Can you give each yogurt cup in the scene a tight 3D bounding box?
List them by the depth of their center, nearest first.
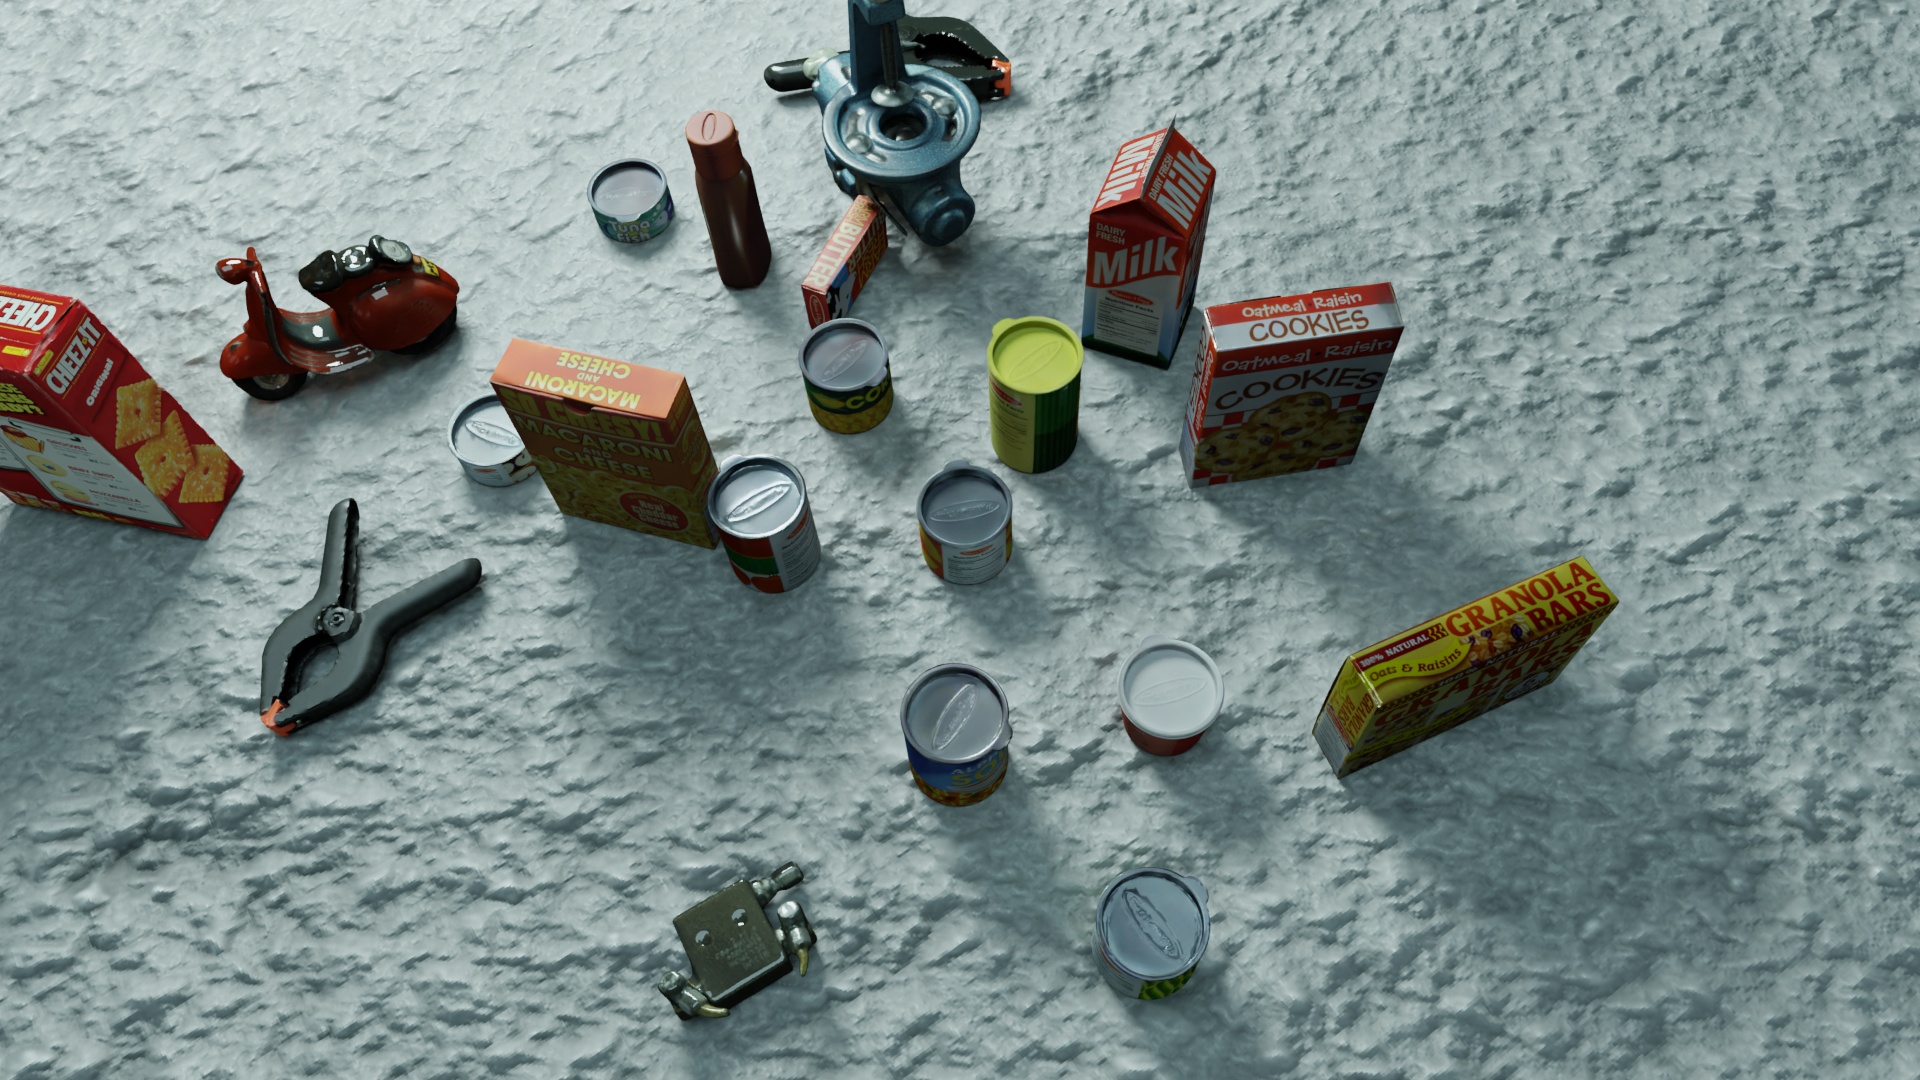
[{"bbox_3d":[0.134,0.105,0.901,0.072,0.053,0.073,-1,60,2],"label":"yogurt cup"}]

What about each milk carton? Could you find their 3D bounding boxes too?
[{"bbox_3d":[0.136,-0.215,1.006,0.073,0.189,0.072,18,63,12],"label":"milk carton"}]

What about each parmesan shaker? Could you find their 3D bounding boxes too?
[{"bbox_3d":[0.052,-0.105,0.996,0.071,0.102,0.071,-1,61,2],"label":"parmesan shaker"}]

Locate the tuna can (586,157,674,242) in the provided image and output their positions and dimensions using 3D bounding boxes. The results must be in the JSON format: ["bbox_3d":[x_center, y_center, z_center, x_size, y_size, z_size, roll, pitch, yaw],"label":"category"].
[{"bbox_3d":[-0.272,-0.279,1.149,0.071,0.032,0.071,-1,60,2],"label":"tuna can"}]

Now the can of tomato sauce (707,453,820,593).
[{"bbox_3d":[-0.136,-0.011,0.962,0.071,0.082,0.071,-1,61,2],"label":"can of tomato sauce"}]

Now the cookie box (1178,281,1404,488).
[{"bbox_3d":[0.221,-0.104,0.952,0.123,0.166,0.040,-9,61,-2],"label":"cookie box"}]

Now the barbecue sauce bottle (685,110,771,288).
[{"bbox_3d":[-0.178,-0.264,1.071,0.044,0.148,0.065,0,61,3],"label":"barbecue sauce bottle"}]

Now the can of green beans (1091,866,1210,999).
[{"bbox_3d":[0.112,0.234,0.827,0.071,0.057,0.071,-1,60,2],"label":"can of green beans"}]

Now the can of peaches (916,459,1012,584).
[{"bbox_3d":[0.003,-0.012,0.971,0.071,0.057,0.071,-1,60,2],"label":"can of peaches"}]

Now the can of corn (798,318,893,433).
[{"bbox_3d":[-0.082,-0.120,1.037,0.071,0.058,0.071,-1,60,2],"label":"can of corn"}]

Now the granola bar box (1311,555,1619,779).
[{"bbox_3d":[0.310,0.081,0.868,0.166,0.123,0.039,-22,62,-10],"label":"granola bar box"}]

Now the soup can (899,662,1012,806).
[{"bbox_3d":[0.000,0.126,0.878,0.071,0.083,0.071,-1,61,2],"label":"soup can"}]

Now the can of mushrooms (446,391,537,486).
[{"bbox_3d":[-0.344,-0.077,1.037,0.071,0.033,0.071,-1,60,2],"label":"can of mushrooms"}]

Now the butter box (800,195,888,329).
[{"bbox_3d":[-0.090,-0.218,1.095,0.024,0.053,0.104,20,63,13],"label":"butter box"}]

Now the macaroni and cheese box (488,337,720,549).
[{"bbox_3d":[-0.233,-0.061,0.947,0.124,0.165,0.040,13,62,9],"label":"macaroni and cheese box"}]
